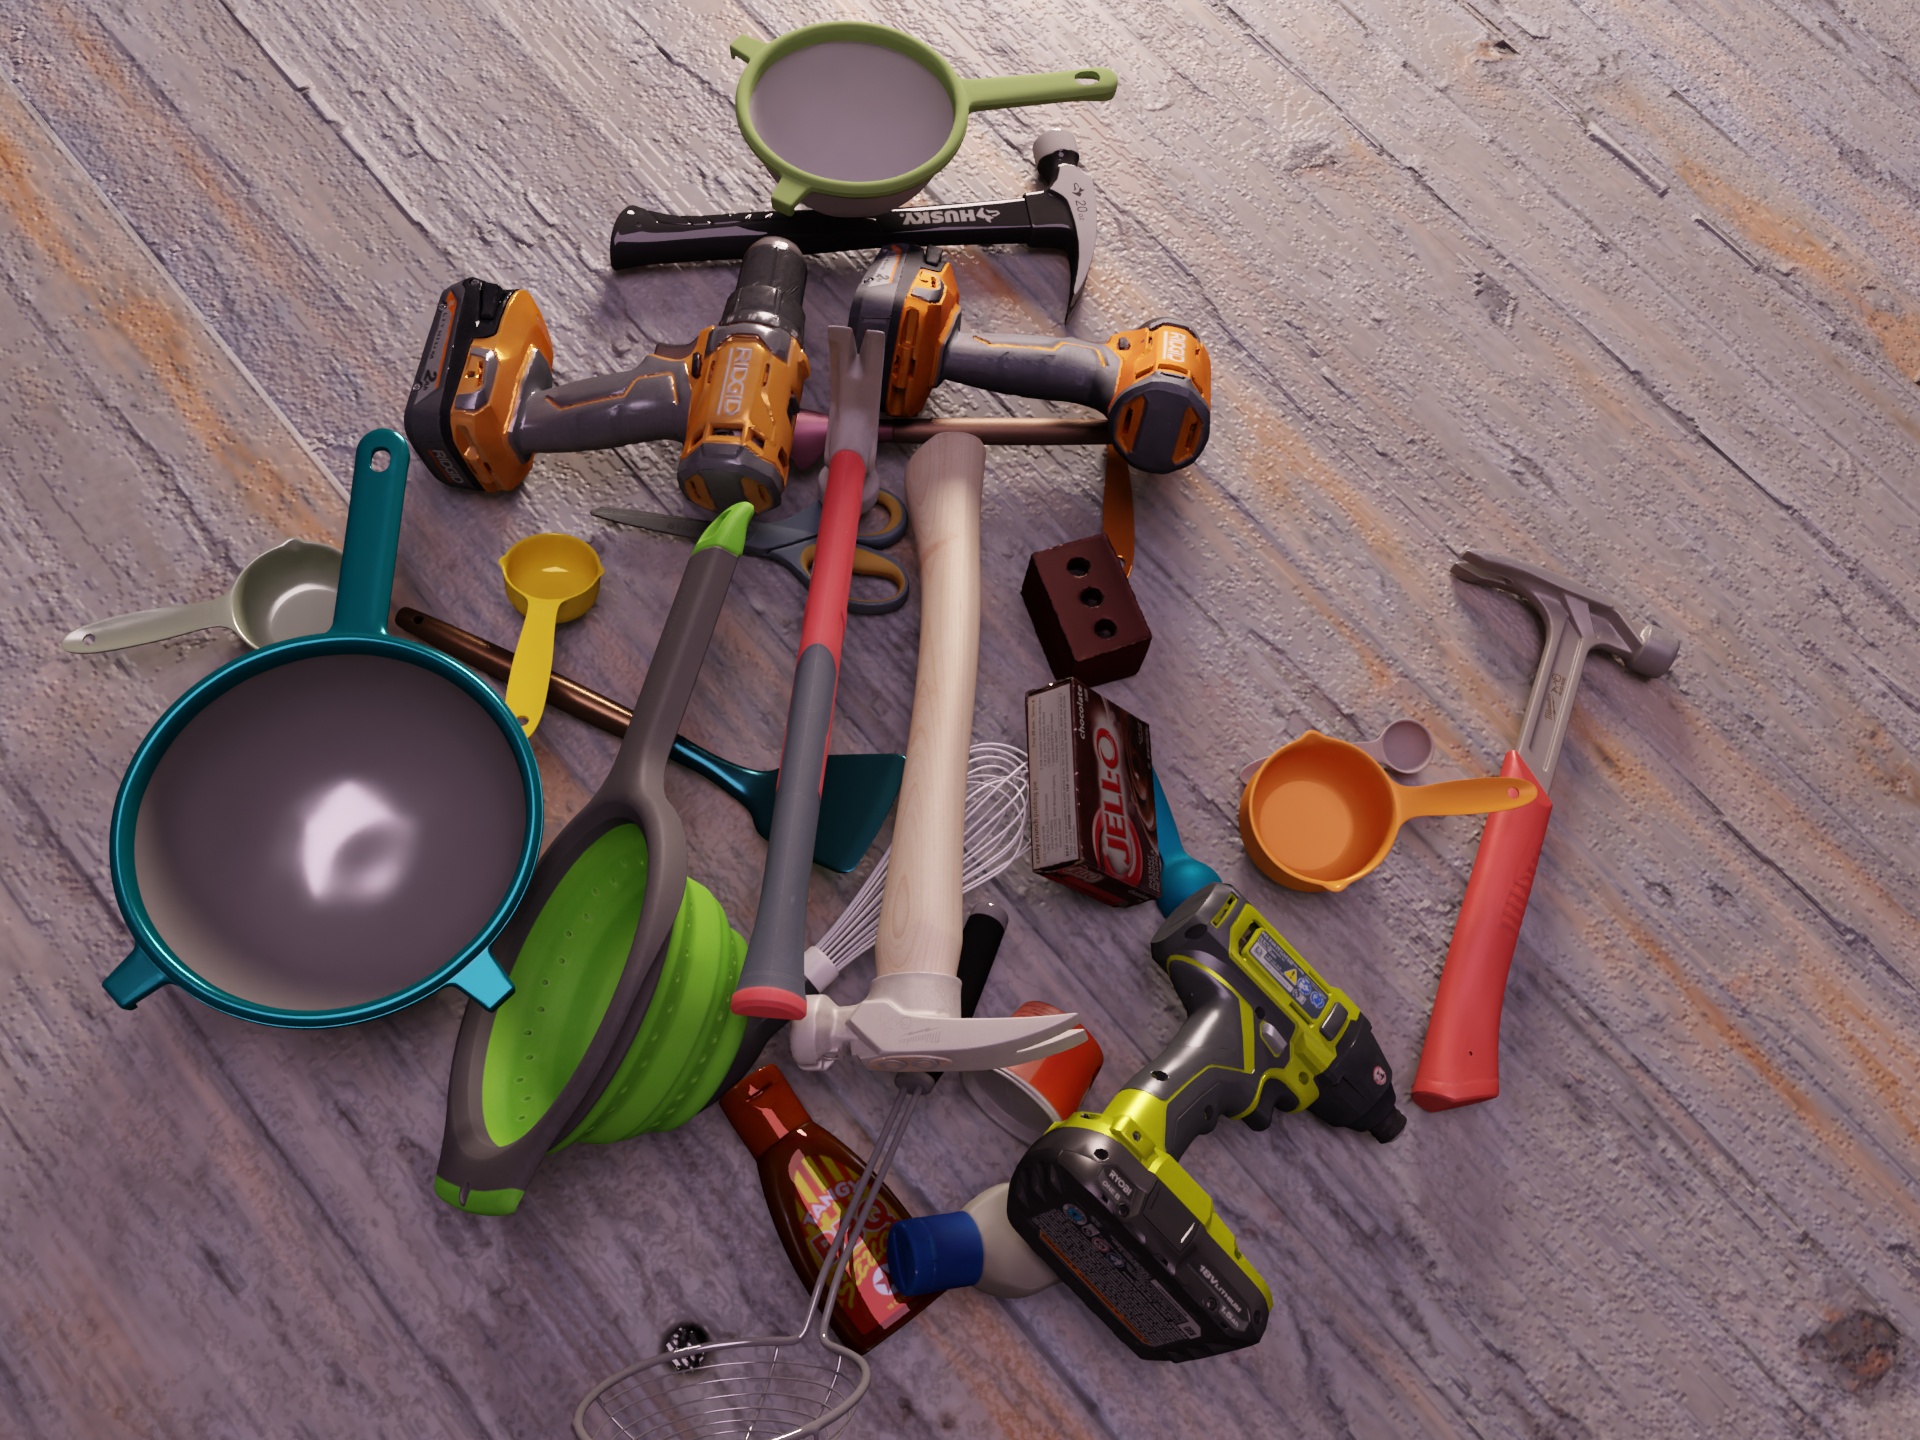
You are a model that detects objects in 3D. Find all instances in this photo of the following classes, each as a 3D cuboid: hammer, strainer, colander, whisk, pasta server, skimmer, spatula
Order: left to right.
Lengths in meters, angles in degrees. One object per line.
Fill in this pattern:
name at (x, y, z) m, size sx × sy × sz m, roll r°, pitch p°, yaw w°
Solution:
strainer at (-0.328, 0.007, 0.872) m, size 0.211 × 0.095 × 0.341 m, roll 2°, pitch 67°, yaw -8°
spatula at (-0.188, -0.002, 0.923) m, size 0.317 × 0.044 × 0.082 m, roll 25°, pitch 62°, yaw 5°
colander at (-0.150, 0.071, 0.842) m, size 0.094 × 0.204 × 0.397 m, roll 29°, pitch 65°, yaw -29°
hammer at (-0.077, -0.030, 0.848) m, size 0.038 × 0.143 × 0.387 m, roll 6°, pitch 58°, yaw -2°
skimmer at (-0.057, 0.209, 0.778) m, size 0.127 × 0.090 × 0.363 m, roll -7°, pitch 38°, yaw 32°
whisk at (-0.058, 0.116, 0.887) m, size 0.284 × 0.070 × 0.070 m, roll -42°, pitch 78°, yaw -16°
hammer at (-0.069, -0.330, 1.082) m, size 0.334 × 0.035 × 0.146 m, roll -6°, pitch 68°, yaw -10°
strainer at (-0.021, -0.393, 1.059) m, size 0.256 × 0.069 × 0.152 m, roll -11°, pitch 65°, yaw -12°
pasta server at (-0.018, -0.183, 1.026) m, size 0.316 × 0.040 × 0.060 m, roll -2°, pitch 67°, yaw -9°
hammer at (-0.001, -0.003, 0.890) m, size 0.146 × 0.038 × 0.411 m, roll -4°, pitch 56°, yaw 12°
hammer at (0.328, 0.063, 0.966) m, size 0.149 × 0.036 × 0.359 m, roll 24°, pitch 66°, yaw 3°

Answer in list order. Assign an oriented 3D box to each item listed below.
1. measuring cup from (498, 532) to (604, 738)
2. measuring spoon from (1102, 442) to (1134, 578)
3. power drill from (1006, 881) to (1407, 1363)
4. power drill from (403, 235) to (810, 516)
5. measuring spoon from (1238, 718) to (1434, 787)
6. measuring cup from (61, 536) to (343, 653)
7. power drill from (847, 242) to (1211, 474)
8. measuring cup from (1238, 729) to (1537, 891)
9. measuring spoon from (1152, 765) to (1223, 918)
measuring cup at (-0.244, -0.044, 0.923) m, size 0.062 × 0.029 × 0.157 m, roll 5°, pitch 52°, yaw -8°
measuring spoon at (0.102, -0.142, 1.039) m, size 0.021 × 0.011 × 0.117 m, roll 2°, pitch 71°, yaw -4°
power drill at (0.139, 0.212, 0.828) m, size 0.171 × 0.080 × 0.223 m, roll 46°, pitch 49°, yaw 0°
power drill at (-0.203, -0.219, 0.972) m, size 0.226 × 0.084 × 0.185 m, roll 4°, pitch 66°, yaw 8°
measuring spoon at (0.231, 0.025, 0.984) m, size 0.124 × 0.018 × 0.034 m, roll -10°, pitch 82°, yaw -4°
measuring cup at (-0.424, -0.054, 0.919) m, size 0.167 × 0.038 × 0.083 m, roll -12°, pitch 69°, yaw -10°
power drill at (0.049, -0.235, 1.015) m, size 0.226 × 0.084 × 0.164 m, roll 13°, pitch 35°, yaw 1°
measuring cup at (0.250, 0.054, 0.944) m, size 0.173 × 0.052 × 0.095 m, roll -5°, pitch 76°, yaw -6°
measuring spoon at (0.122, 0.062, 0.947) m, size 0.042 × 0.021 × 0.129 m, roll -17°, pitch 71°, yaw -14°
